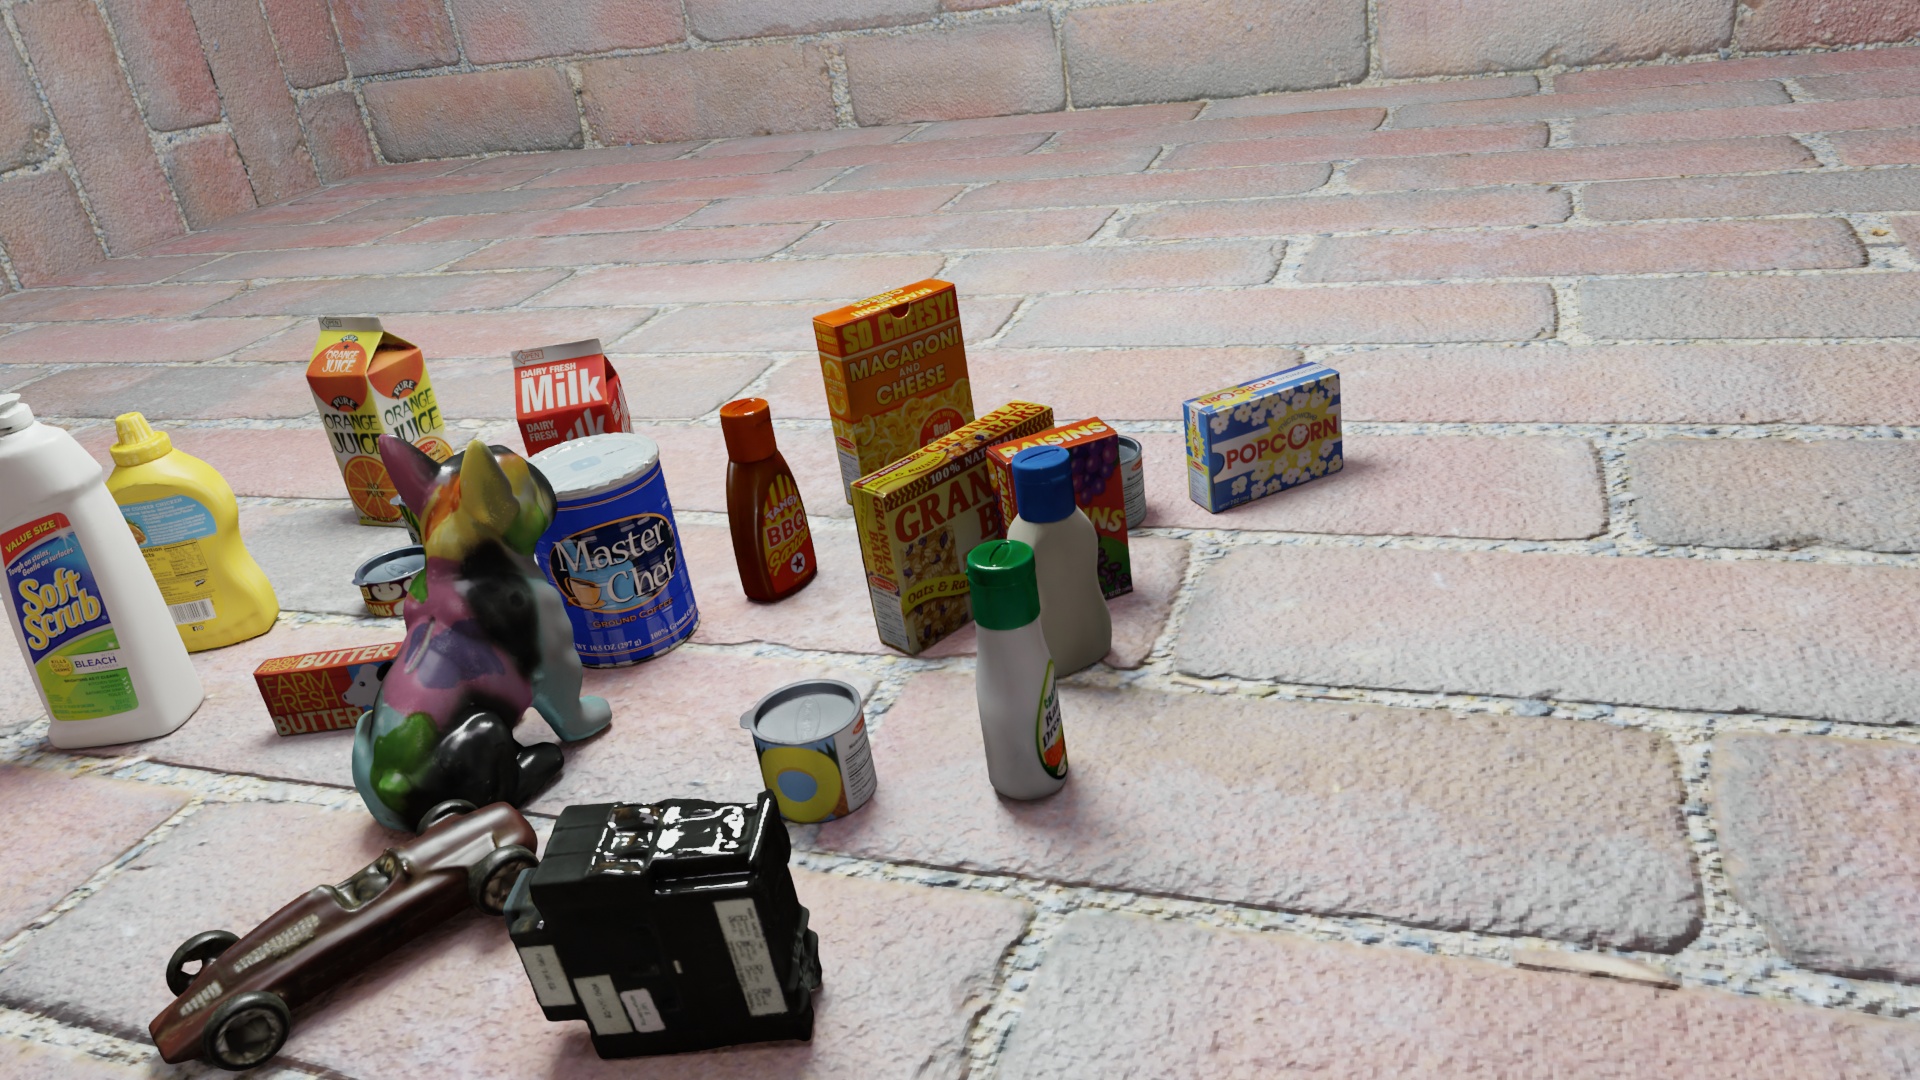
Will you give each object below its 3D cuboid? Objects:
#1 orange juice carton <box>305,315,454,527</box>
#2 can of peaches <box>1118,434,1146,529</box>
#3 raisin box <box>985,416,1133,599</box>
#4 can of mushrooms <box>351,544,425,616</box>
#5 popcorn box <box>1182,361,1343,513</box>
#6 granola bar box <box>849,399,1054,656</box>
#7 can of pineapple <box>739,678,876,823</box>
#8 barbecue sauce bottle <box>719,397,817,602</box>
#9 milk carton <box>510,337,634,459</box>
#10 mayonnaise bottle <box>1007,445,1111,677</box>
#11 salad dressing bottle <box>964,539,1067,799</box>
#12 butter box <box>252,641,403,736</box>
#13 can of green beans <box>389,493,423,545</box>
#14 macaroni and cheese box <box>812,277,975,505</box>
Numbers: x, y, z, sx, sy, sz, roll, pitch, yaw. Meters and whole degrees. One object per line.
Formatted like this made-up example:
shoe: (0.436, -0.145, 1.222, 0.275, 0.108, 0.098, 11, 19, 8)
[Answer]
orange juice carton: (-0.528, -0.114, 1.268, 0.072, 0.191, 0.073, 3, 28, 23)
can of peaches: (0.109, -0.044, 1.084, 0.071, 0.057, 0.071, -7, 26, 4)
raisin box: (0.070, -0.014, 0.961, 0.086, 0.122, 0.040, -16, 27, -15)
can of mushrooms: (-0.455, 0.033, 1.129, 0.071, 0.033, 0.071, -7, 26, 4)
popcorn box: (0.239, -0.082, 1.090, 0.127, 0.085, 0.038, -18, 27, -19)
granola bar box: (0.003, -0.012, 0.977, 0.039, 0.123, 0.166, 17, 36, 42)
can of pineapple: (-0.087, 0.122, 0.808, 0.071, 0.057, 0.071, -7, 26, 4)
barbecue sauce bottle: (-0.147, -0.032, 1.035, 0.043, 0.147, 0.065, 9, 31, 33)
milk carton: (-0.297, -0.066, 1.102, 0.072, 0.189, 0.074, -10, 26, -3)
mayonnaise bottle: (0.059, 0.013, 0.881, 0.065, 0.147, 0.041, -20, 28, -23)
salad dressing bottle: (0.030, 0.072, 0.771, 0.044, 0.147, 0.064, 0, 27, 18)
butter box: (-0.427, 0.102, 0.958, 0.103, 0.053, 0.024, -7, 26, 4)
can of green beans: (-0.446, -0.019, 1.204, 0.071, 0.057, 0.071, -7, 26, 4)
macaroni and cheese box: (-0.050, -0.123, 1.169, 0.124, 0.165, 0.040, -25, 30, -30)
